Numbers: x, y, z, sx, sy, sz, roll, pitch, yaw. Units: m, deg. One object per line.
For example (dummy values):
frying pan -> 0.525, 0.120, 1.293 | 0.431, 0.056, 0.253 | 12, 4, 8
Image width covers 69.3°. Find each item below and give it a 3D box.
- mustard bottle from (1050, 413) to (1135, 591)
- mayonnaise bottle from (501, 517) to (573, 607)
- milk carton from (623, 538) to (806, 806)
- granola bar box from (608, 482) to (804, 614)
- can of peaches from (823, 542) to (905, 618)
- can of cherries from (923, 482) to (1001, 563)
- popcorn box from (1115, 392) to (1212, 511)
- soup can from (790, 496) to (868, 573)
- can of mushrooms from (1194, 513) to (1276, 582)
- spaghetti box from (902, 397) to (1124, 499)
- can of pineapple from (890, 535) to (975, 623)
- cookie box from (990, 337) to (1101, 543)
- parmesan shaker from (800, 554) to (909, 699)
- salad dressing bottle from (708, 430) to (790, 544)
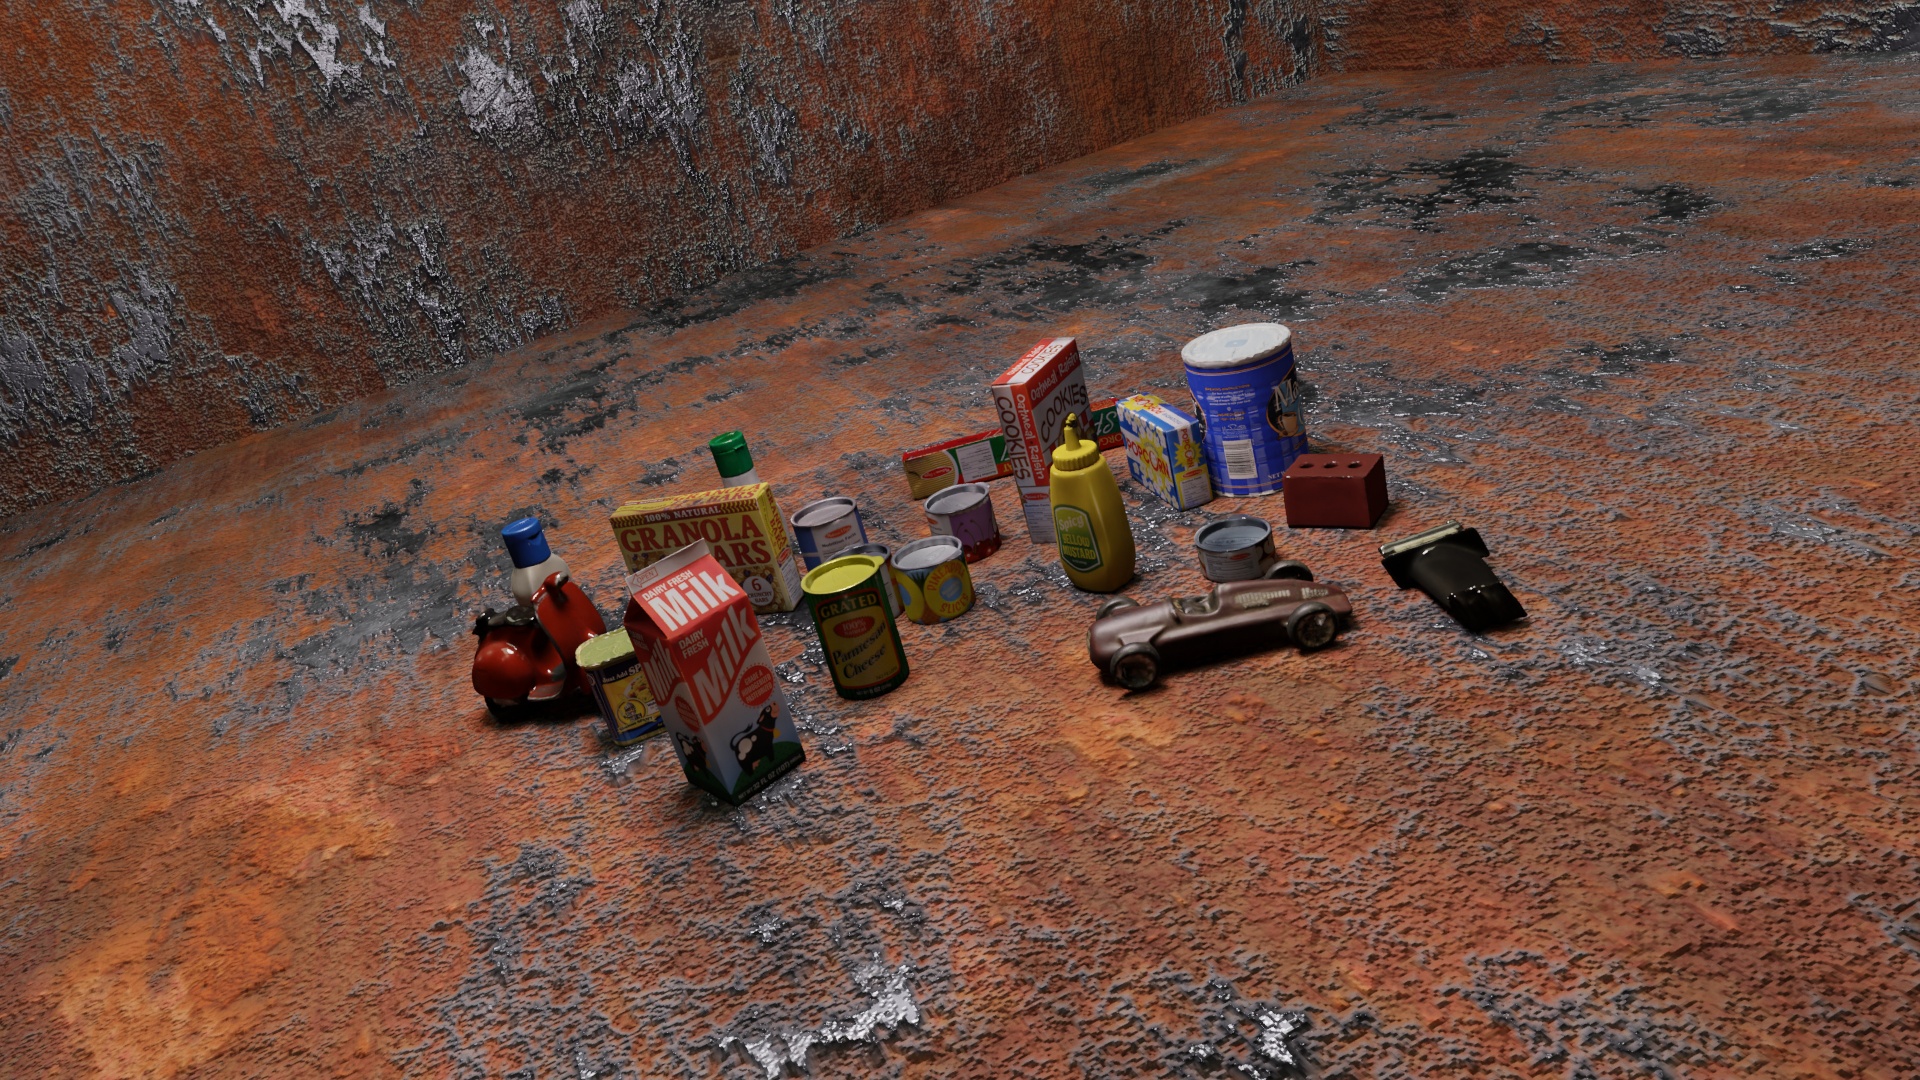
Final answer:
mustard bottle -> 0.107, -0.034, 1.202 | 0.065, 0.159, 0.049 | 7, 31, 44
mayonnaise bottle -> -0.400, 0.051, 1.345 | 0.041, 0.147, 0.065 | 1, 28, 36
milk carton -> -0.191, 0.097, 1.050 | 0.073, 0.189, 0.073 | -31, 27, -33
granola bar box -> -0.247, 0.015, 1.363 | 0.165, 0.123, 0.039 | -7, 24, 21
can of peaches -> -0.088, 0.041, 1.285 | 0.071, 0.058, 0.071 | -13, 22, 6
can of cherries -> 0.005, -0.017, 1.360 | 0.071, 0.058, 0.072 | -13, 22, 6
popcorn box -> 0.200, -0.089, 1.368 | 0.038, 0.085, 0.127 | -20, 23, -9
soup can -> -0.122, 0.007, 1.353 | 0.071, 0.083, 0.071 | -13, 22, 6
can of mushrooms -> 0.236, 0.006, 1.189 | 0.071, 0.033, 0.071 | -13, 23, 6
spaghetti box -> 0.062, -0.101, 1.530 | 0.250, 0.050, 0.029 | -15, 22, 2
can of pineapple -> -0.023, 0.036, 1.256 | 0.071, 0.057, 0.071 | -13, 22, 6
cookie box -> 0.089, -0.099, 1.355 | 0.040, 0.166, 0.123 | -2, 26, 30
parmesan shaker -> -0.083, 0.071, 1.153 | 0.071, 0.102, 0.071 | -13, 22, 6
salad dressing bottle -> -0.221, -0.040, 1.443 | 0.044, 0.147, 0.064 | 9, 32, 45
